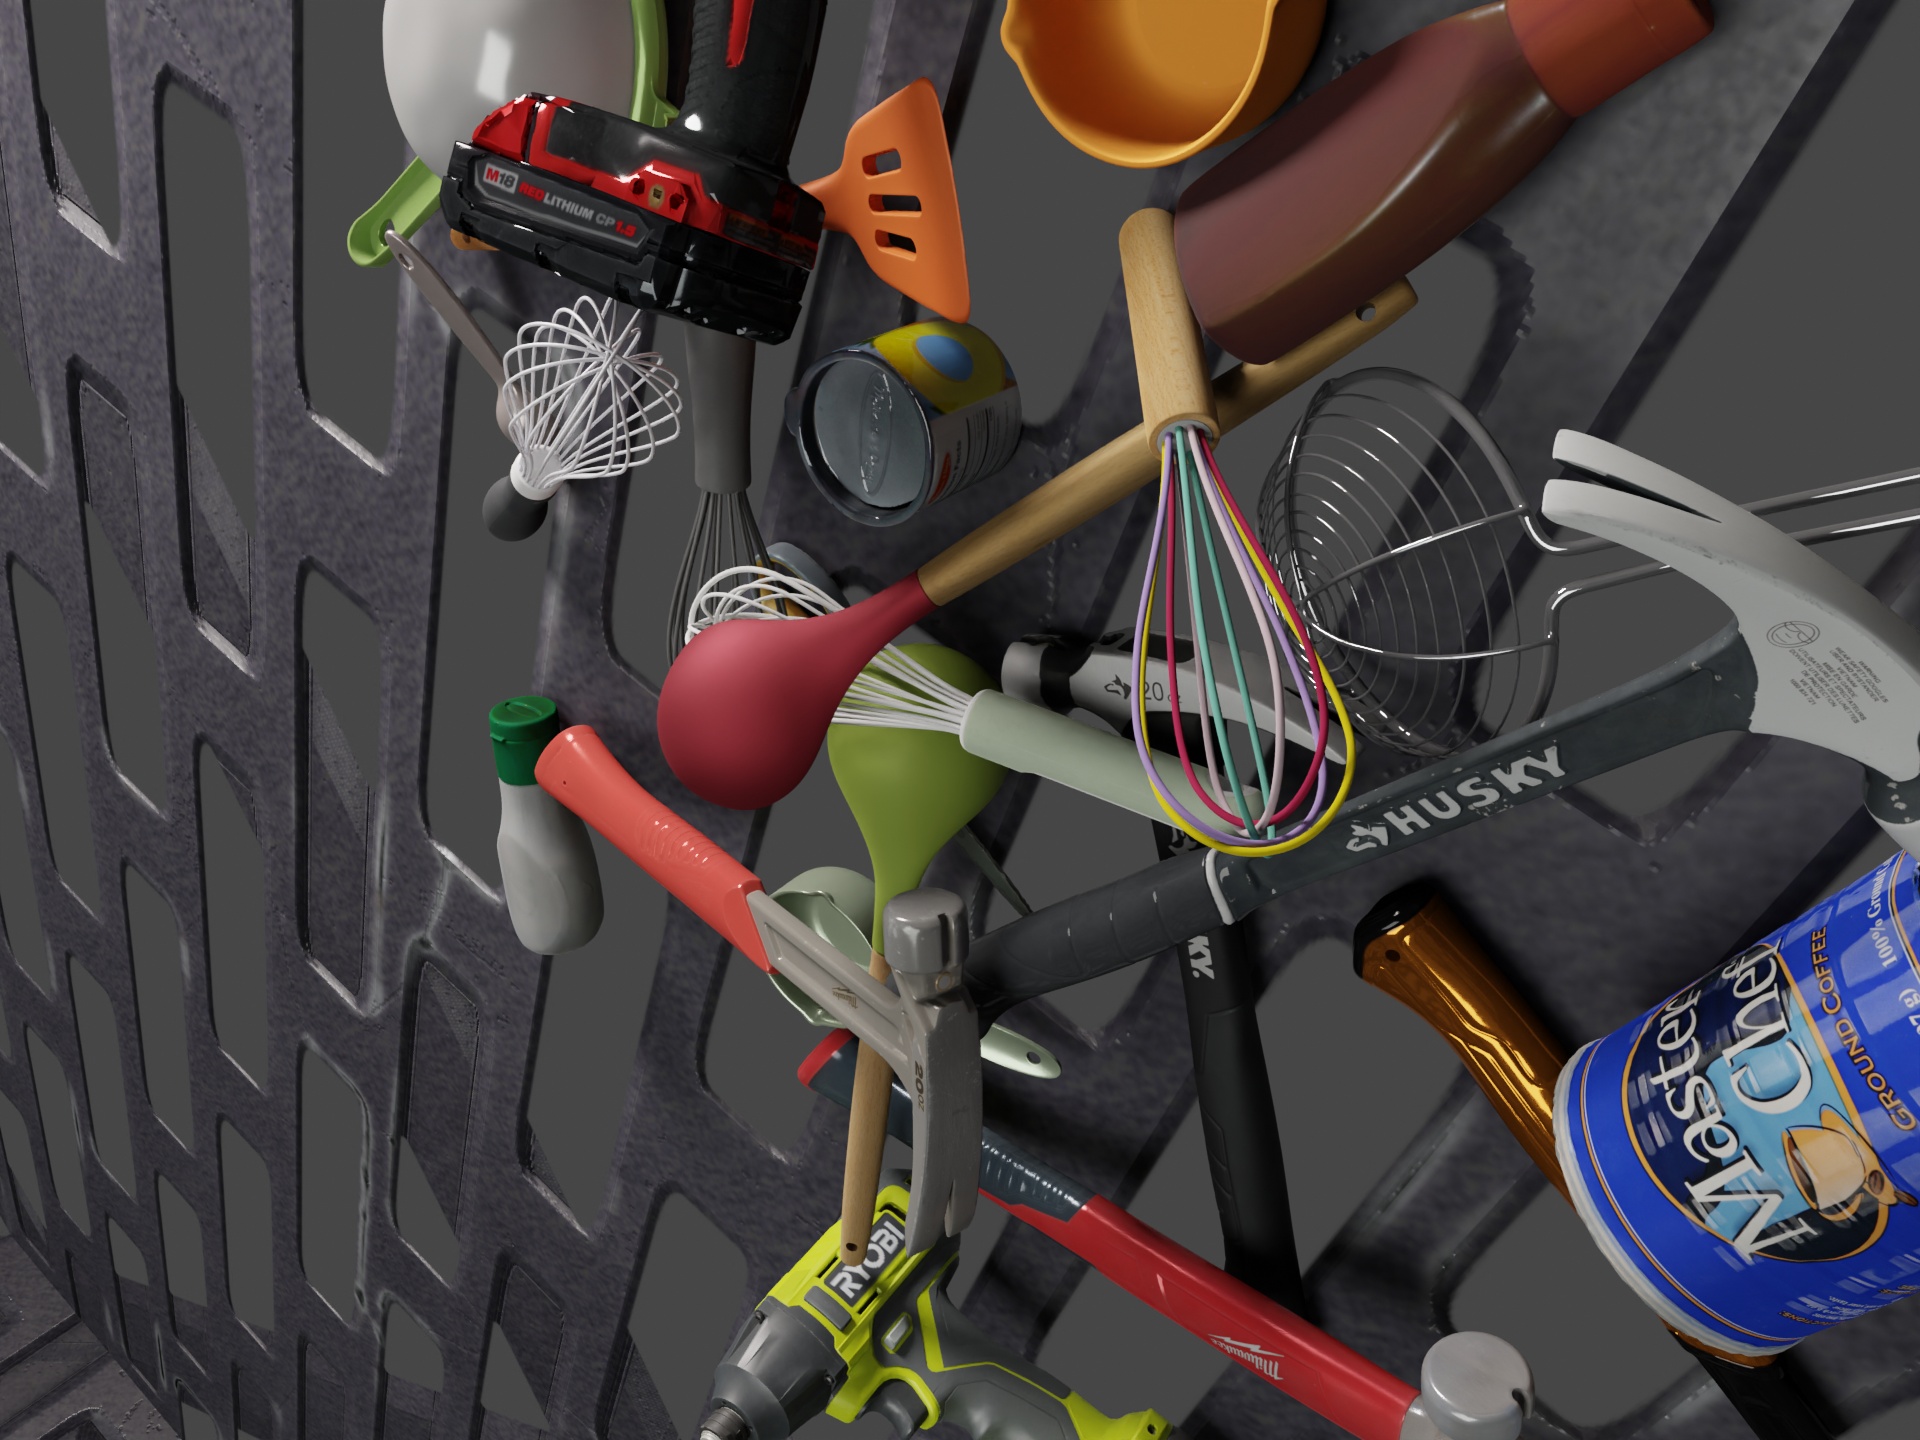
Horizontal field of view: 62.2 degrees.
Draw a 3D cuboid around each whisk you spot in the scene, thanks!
[{"bbox_3d":[-0.178,-0.114,0.688,0.070,0.070,0.284,62,156,-6],"label":"whisk"},{"bbox_3d":[-0.095,-0.097,0.644,0.055,0.055,0.238,25,130,28],"label":"whisk"},{"bbox_3d":[-0.001,-0.002,0.593,0.246,0.058,0.059,21,110,22],"label":"whisk"},{"bbox_3d":[0.071,-0.065,0.459,0.047,0.245,0.051,-26,138,28],"label":"whisk"}]

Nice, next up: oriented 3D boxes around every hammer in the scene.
[{"bbox_3d":[0.257,0.195,0.552,0.337,0.034,0.127,53,137,4],"label":"hammer"},{"bbox_3d":[0.110,0.124,0.637,0.146,0.035,0.334,6,117,39],"label":"hammer"},{"bbox_3d":[0.066,0.240,0.702,0.387,0.038,0.143,21,131,41],"label":"hammer"},{"bbox_3d":[0.095,0.046,0.515,0.149,0.036,0.409,40,141,-16],"label":"hammer"},{"bbox_3d":[-0.107,0.088,0.726,0.359,0.036,0.149,27,123,49],"label":"hammer"}]

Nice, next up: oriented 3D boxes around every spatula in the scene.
[{"bbox_3d":[-0.114,-0.201,0.640,0.323,0.041,0.081,10,120,38],"label":"spatula"}]

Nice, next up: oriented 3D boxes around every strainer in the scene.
[{"bbox_3d":[-0.220,-0.252,0.662,0.256,0.069,0.151,-20,88,45],"label":"strainer"}]

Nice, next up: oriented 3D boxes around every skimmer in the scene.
[{"bbox_3d":[0.244,-0.065,0.419,0.363,0.090,0.127,-10,102,33],"label":"skimmer"}]

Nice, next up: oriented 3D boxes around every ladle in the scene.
[{"bbox_3d":[0.011,-0.057,0.541,0.315,0.031,0.069,-31,85,21],"label":"ladle"},{"bbox_3d":[-0.031,0.116,0.710,0.078,0.062,0.320,11,118,6],"label":"ladle"}]

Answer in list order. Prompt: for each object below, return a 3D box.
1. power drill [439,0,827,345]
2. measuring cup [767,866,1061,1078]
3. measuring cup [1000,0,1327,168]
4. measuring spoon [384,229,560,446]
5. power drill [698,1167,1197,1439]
[{"bbox_3d":[-0.085,-0.250,0.523,0.143,0.078,0.219,28,105,25],"label":"power drill"},{"bbox_3d":[-0.020,0.122,0.751,0.168,0.038,0.083,21,125,22],"label":"measuring cup"},{"bbox_3d":[0.057,-0.252,0.457,0.095,0.052,0.173,6,115,39],"label":"measuring cup"},{"bbox_3d":[-0.229,-0.171,0.736,0.034,0.018,0.124,11,146,39],"label":"measuring spoon"},{"bbox_3d":[-0.003,0.345,0.767,0.223,0.171,0.080,37,133,15],"label":"power drill"}]
